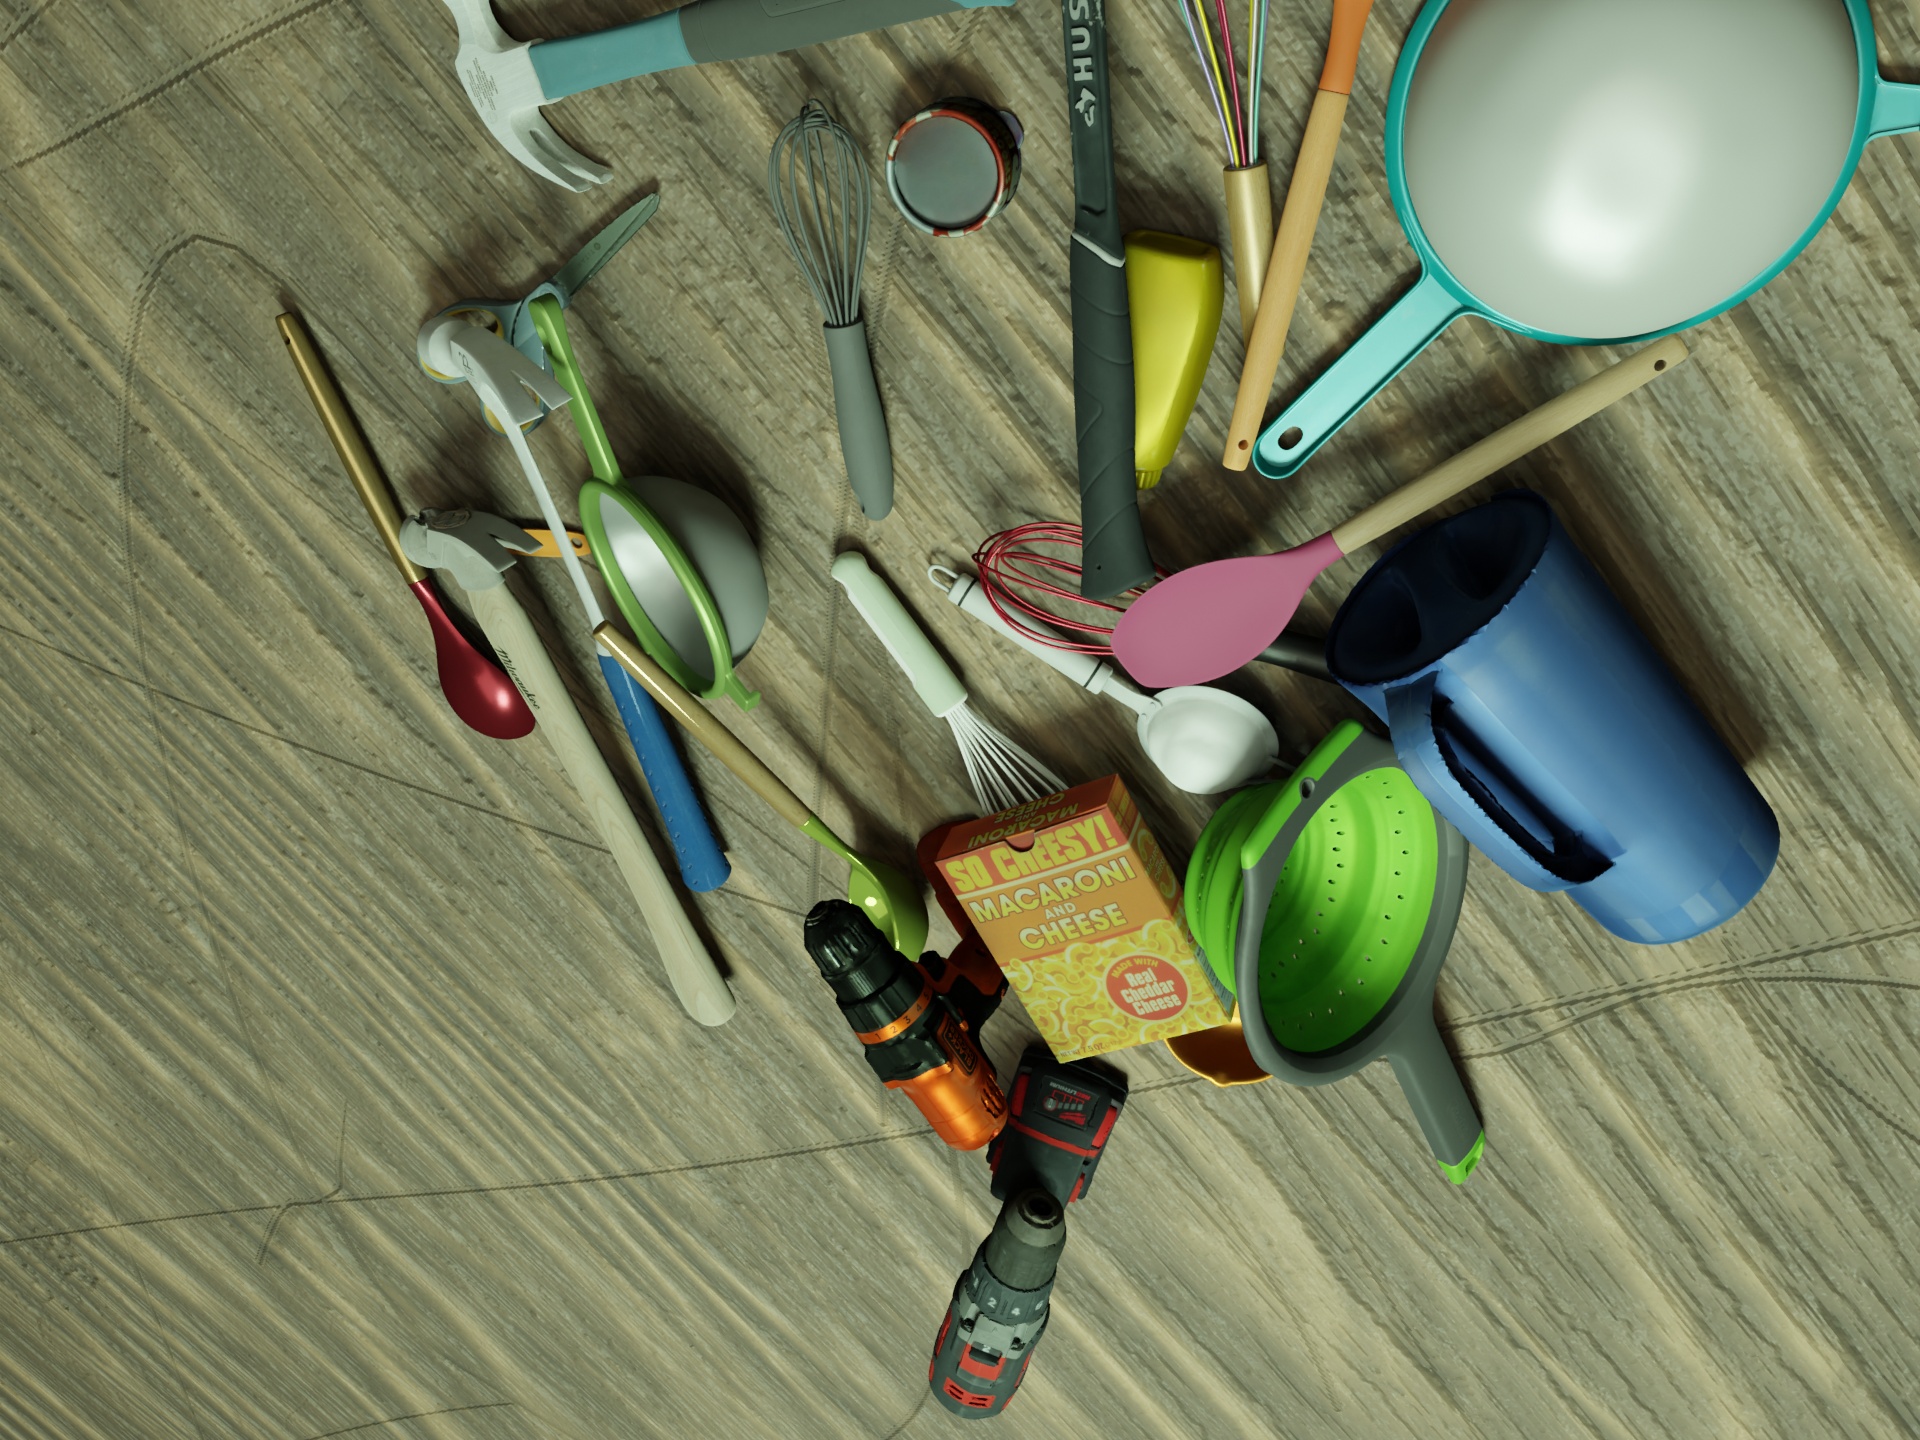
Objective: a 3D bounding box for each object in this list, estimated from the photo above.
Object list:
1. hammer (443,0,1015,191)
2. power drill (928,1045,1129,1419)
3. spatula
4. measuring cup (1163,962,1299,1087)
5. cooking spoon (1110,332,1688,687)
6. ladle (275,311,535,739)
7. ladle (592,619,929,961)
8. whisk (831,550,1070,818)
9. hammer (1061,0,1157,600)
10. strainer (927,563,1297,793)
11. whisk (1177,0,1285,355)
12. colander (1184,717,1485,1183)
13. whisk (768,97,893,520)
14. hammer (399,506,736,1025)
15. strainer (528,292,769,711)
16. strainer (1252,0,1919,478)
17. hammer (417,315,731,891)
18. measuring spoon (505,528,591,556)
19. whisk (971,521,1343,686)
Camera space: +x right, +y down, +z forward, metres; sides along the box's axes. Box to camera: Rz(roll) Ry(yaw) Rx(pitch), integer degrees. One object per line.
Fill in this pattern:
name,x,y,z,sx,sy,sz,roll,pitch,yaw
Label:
hammer,-0.124,-0.348,0.796,0.331,0.033,0.128,1,122,30
power drill,0.047,0.319,1.049,0.080,0.227,0.187,20,124,6
spatula,0.172,-0.271,0.753,0.081,0.041,0.322,8,115,-8
measuring cup,0.137,0.179,1.044,0.173,0.052,0.095,10,122,15
cooking spoon,0.217,-0.105,0.816,0.319,0.017,0.068,-30,115,23
ladle,-0.367,-0.117,1.045,0.069,0.031,0.315,-6,118,32
ladle,-0.125,0.055,1.005,0.062,0.078,0.319,-48,121,-8
whisk,-0.002,-0.003,0.986,0.059,0.058,0.246,-38,101,-4
hammer,0.061,-0.251,0.773,0.149,0.036,0.408,15,121,38
strainer,0.088,-0.019,0.951,0.258,0.050,0.086,33,139,1
whisk,0.132,-0.291,0.772,0.051,0.047,0.244,-3,122,18
colander,0.233,0.156,0.971,0.095,0.204,0.396,20,150,47
whisk,-0.063,-0.218,0.878,0.055,0.055,0.238,2,124,17
hammer,-0.236,0.047,1.056,0.146,0.038,0.410,16,136,49
strainer,-0.176,-0.136,0.934,0.152,0.069,0.256,26,141,50
strainer,0.256,-0.221,0.739,0.211,0.095,0.340,41,122,-8
hammer,-0.221,-0.052,0.995,0.144,0.035,0.405,30,145,48
measuring spoon,-0.289,-0.119,1.034,0.117,0.011,0.021,4,131,12
whisk,0.147,-0.051,0.901,0.296,0.073,0.073,16,123,3
